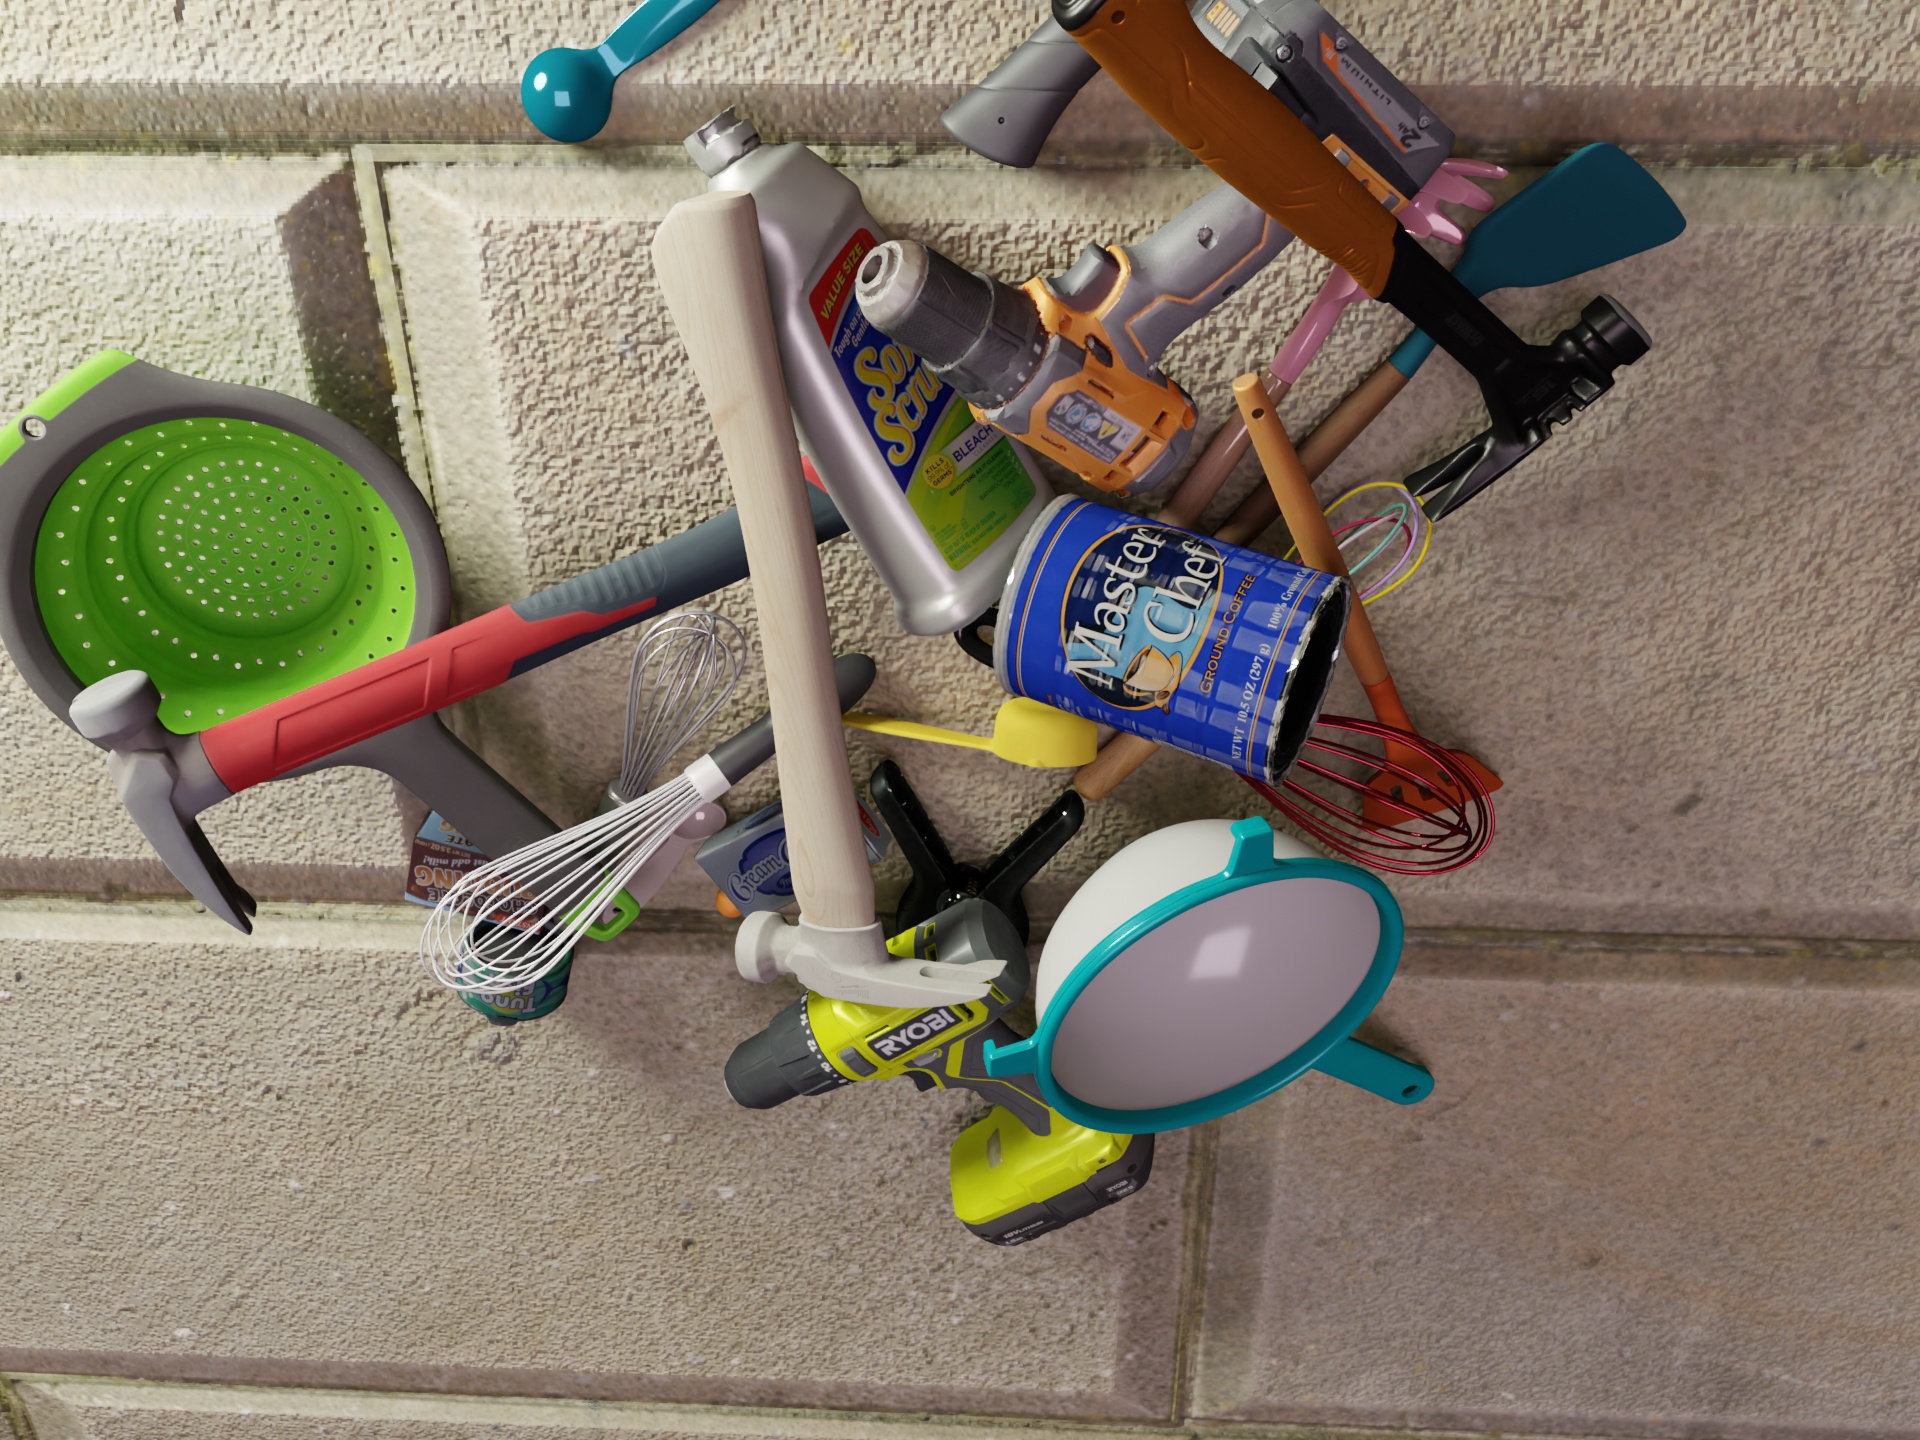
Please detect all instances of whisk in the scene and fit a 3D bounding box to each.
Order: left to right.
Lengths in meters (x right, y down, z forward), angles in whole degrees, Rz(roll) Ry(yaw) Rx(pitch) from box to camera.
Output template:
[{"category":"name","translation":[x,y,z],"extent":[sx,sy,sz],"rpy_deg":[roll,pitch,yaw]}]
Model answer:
[{"category":"whisk","translation":[-0.184,0.035,0.899],"extent":[0.059,0.058,0.246],"rpy_deg":[13,125,-27]},{"category":"whisk","translation":[-0.162,0.049,0.847],"extent":[0.284,0.070,0.070],"rpy_deg":[-37,114,-9]},{"category":"whisk","translation":[0.128,0.003,0.815],"extent":[0.296,0.073,0.073],"rpy_deg":[23,120,16]},{"category":"whisk","translation":[0.150,-0.034,0.843],"extent":[0.047,0.051,0.245],"rpy_deg":[35,118,-21]}]

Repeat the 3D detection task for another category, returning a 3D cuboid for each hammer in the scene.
[{"category":"hammer","translation":[-0.220,-0.026,0.799],"extent":[0.386,0.038,0.143],"rpy_deg":[-23,119,-7]},{"category":"hammer","translation":[-0.071,-0.040,0.762],"extent":[0.146,0.038,0.410],"rpy_deg":[4,118,22]},{"category":"hammer","translation":[0.150,-0.382,0.657],"extent":[0.409,0.036,0.149],"rpy_deg":[-38,109,21]},{"category":"hammer","translation":[0.156,-0.198,0.660],"extent":[0.336,0.034,0.127],"rpy_deg":[26,123,-38]}]

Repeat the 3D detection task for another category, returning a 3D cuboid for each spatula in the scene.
[{"category":"spatula","translation":[0.197,-0.045,0.797],"extent":[0.081,0.041,0.322],"rpy_deg":[-21,127,17]},{"category":"spatula","translation":[0.199,-0.147,0.776],"extent":[0.082,0.044,0.317],"rpy_deg":[21,124,-39]}]

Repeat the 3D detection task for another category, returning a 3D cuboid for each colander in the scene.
[{"category":"colander","translation":[-0.317,-0.025,0.844],"extent":[0.204,0.095,0.396],"rpy_deg":[-40,119,2]}]

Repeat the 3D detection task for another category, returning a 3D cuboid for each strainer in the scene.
[{"category":"strainer","translation":[0.166,0.146,0.904],"extent":[0.211,0.095,0.340],"rpy_deg":[-45,135,18]}]

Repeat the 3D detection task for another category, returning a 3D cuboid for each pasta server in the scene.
[{"category":"pasta server","translation":[0.147,-0.143,0.785],"extent":[0.040,0.060,0.316],"rpy_deg":[44,120,16]}]

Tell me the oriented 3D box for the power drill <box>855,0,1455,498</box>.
[{"category":"power drill","translation":[0.079,-0.217,0.698],"extent":[0.185,0.084,0.226],"rpy_deg":[22,122,-37]}]

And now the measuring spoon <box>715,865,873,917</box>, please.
[{"category":"measuring spoon","translation":[-0.097,0.096,0.934],"extent":[0.117,0.011,0.021],"rpy_deg":[-20,115,26]}]

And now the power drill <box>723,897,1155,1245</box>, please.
[{"category":"power drill","translation":[-0.008,0.218,0.942],"extent":[0.190,0.080,0.228],"rpy_deg":[-31,124,18]}]

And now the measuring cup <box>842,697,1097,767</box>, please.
[{"category":"measuring cup","translation":[-0.001,-0.003,0.870],"extent":[0.156,0.062,0.029],"rpy_deg":[9,105,11]}]

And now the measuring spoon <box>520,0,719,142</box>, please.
[{"category":"measuring spoon","translation":[-0.149,-0.308,0.721],"extent":[0.128,0.021,0.042],"rpy_deg":[-30,113,19]}]

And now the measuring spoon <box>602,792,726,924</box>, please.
[{"category":"measuring spoon","translation":[-0.180,0.081,0.942],"extent":[0.034,0.018,0.124],"rpy_deg":[21,127,-33]}]
